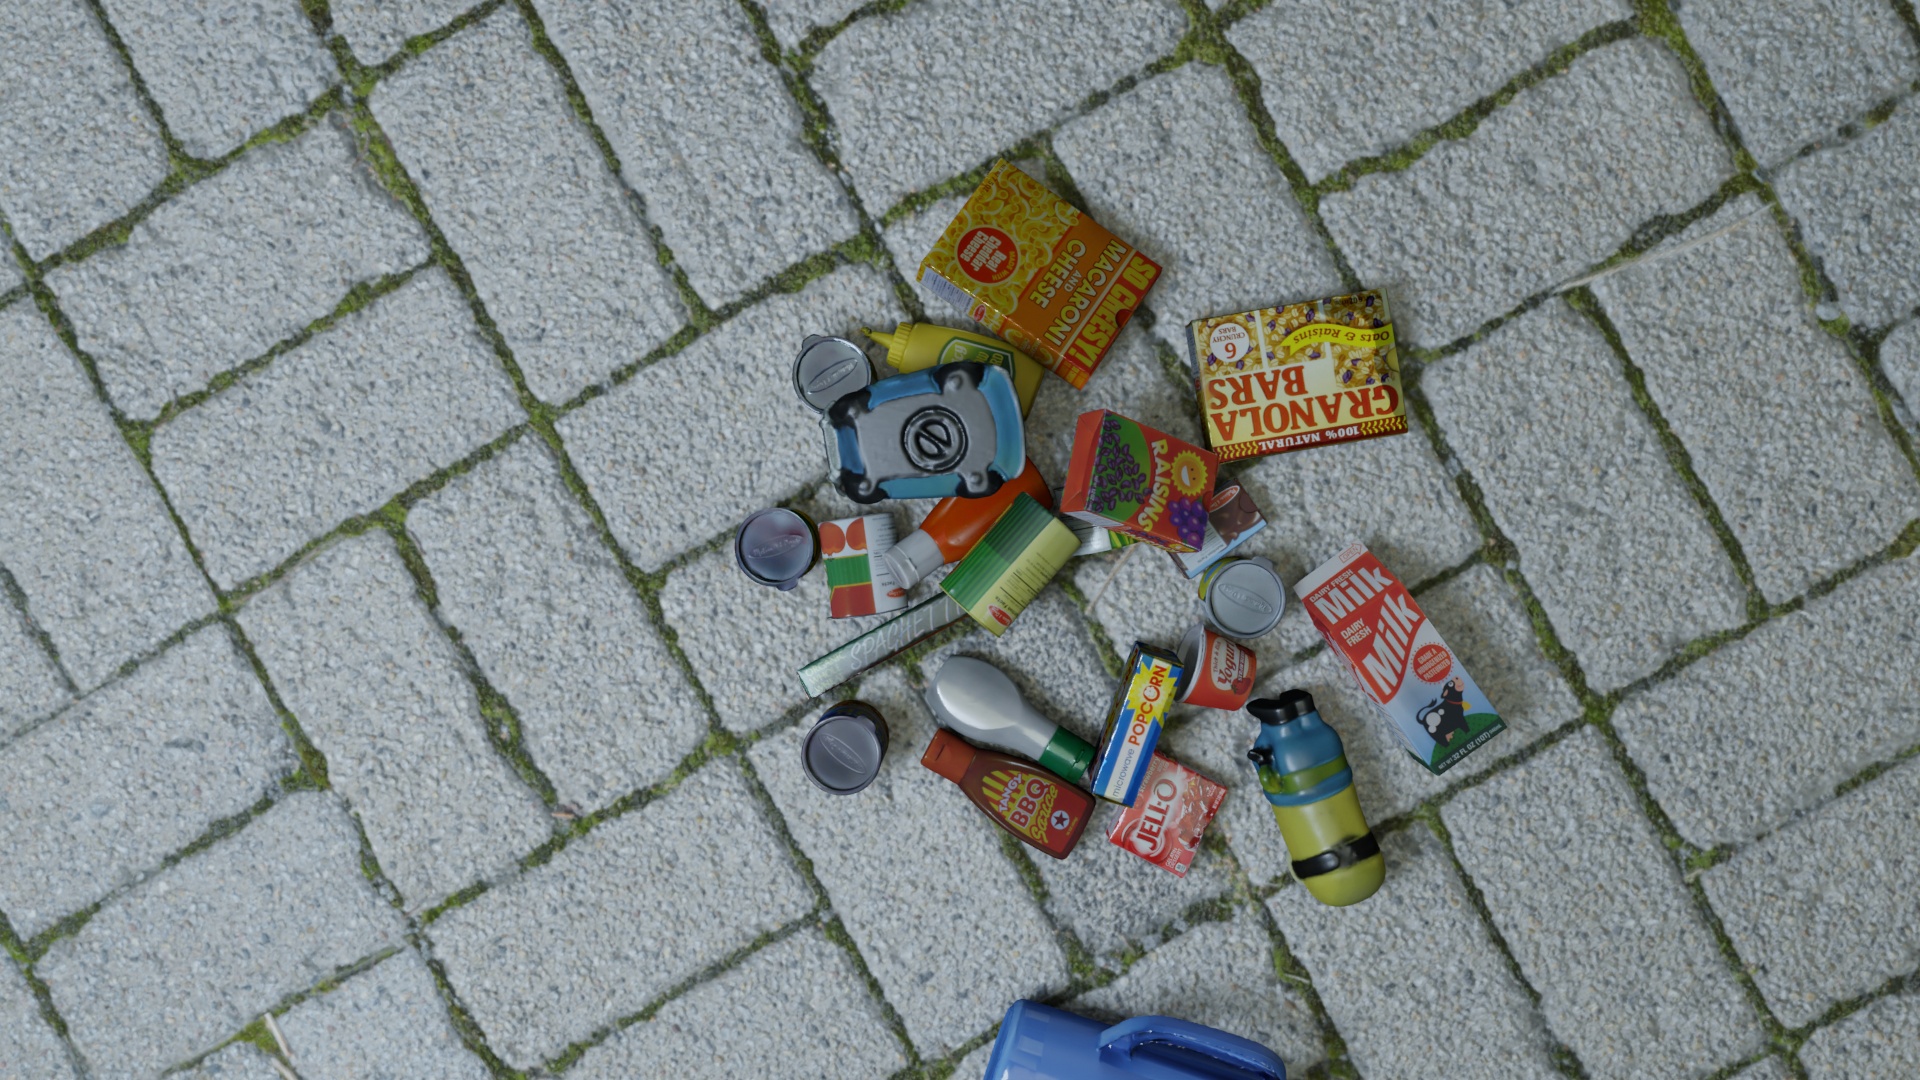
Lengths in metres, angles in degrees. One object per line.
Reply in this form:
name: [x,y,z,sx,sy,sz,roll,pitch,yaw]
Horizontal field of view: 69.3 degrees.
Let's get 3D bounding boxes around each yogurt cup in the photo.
yogurt cup: [0.214,0.111,1.172,0.054,0.072,0.072,17,93,-7]

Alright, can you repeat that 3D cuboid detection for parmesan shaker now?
parmesan shaker: [0.042,0.020,1.123,0.071,0.071,0.103,41,90,0]

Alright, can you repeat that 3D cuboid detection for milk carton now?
milk carton: [0.361,0.094,1.160,0.072,0.073,0.190,-37,90,3]

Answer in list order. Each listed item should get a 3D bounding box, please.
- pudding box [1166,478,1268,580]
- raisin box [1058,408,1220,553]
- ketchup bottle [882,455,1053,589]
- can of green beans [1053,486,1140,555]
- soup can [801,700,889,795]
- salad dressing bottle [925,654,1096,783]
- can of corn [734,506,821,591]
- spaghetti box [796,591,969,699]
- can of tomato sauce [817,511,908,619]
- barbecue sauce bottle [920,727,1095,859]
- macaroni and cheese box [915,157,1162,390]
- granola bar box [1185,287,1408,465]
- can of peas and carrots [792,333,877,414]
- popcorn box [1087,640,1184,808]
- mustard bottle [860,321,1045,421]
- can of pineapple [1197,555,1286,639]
pudding box: [0.213,-0.010,1.183,0.083,0.030,0.049,-36,90,3]
raisin box: [0.147,-0.047,1.125,0.123,0.040,0.086,19,76,-29]
ketchup bottle: [0.004,-0.015,1.157,0.149,0.043,0.064,-35,98,-20]
can of green beans: [0.116,-0.022,1.168,0.071,0.071,0.057,-12,93,3]
soup can: [-0.094,0.172,1.174,0.071,0.084,0.071,0,93,2]
salad dressing bottle: [0.043,0.153,1.180,0.148,0.044,0.064,31,70,6]
can of corn: [-0.153,0.007,1.182,0.071,0.058,0.071,0,92,2]
spaghetti box: [-0.024,0.065,1.184,0.250,0.050,0.028,-28,90,3]
can of tomato sauce: [-0.084,0.021,1.177,0.071,0.071,0.083,-9,91,3]
barbecue sauce bottle: [0.038,0.212,1.191,0.148,0.043,0.065,29,87,1]
macaroni and cheese box: [0.066,-0.221,1.154,0.166,0.040,0.124,34,72,0]
granola bar box: [0.283,-0.137,1.170,0.165,0.039,0.124,-10,92,3]
can of peas and carrots: [-0.107,-0.139,1.175,0.071,0.059,0.071,0,92,2]
popcorn box: [0.145,0.152,1.164,0.038,0.085,0.126,20,93,2]
mustard bottle: [-0.010,-0.150,1.175,0.160,0.049,0.065,19,88,1]
can of pineapple: [0.237,0.046,1.170,0.071,0.058,0.071,0,93,2]
